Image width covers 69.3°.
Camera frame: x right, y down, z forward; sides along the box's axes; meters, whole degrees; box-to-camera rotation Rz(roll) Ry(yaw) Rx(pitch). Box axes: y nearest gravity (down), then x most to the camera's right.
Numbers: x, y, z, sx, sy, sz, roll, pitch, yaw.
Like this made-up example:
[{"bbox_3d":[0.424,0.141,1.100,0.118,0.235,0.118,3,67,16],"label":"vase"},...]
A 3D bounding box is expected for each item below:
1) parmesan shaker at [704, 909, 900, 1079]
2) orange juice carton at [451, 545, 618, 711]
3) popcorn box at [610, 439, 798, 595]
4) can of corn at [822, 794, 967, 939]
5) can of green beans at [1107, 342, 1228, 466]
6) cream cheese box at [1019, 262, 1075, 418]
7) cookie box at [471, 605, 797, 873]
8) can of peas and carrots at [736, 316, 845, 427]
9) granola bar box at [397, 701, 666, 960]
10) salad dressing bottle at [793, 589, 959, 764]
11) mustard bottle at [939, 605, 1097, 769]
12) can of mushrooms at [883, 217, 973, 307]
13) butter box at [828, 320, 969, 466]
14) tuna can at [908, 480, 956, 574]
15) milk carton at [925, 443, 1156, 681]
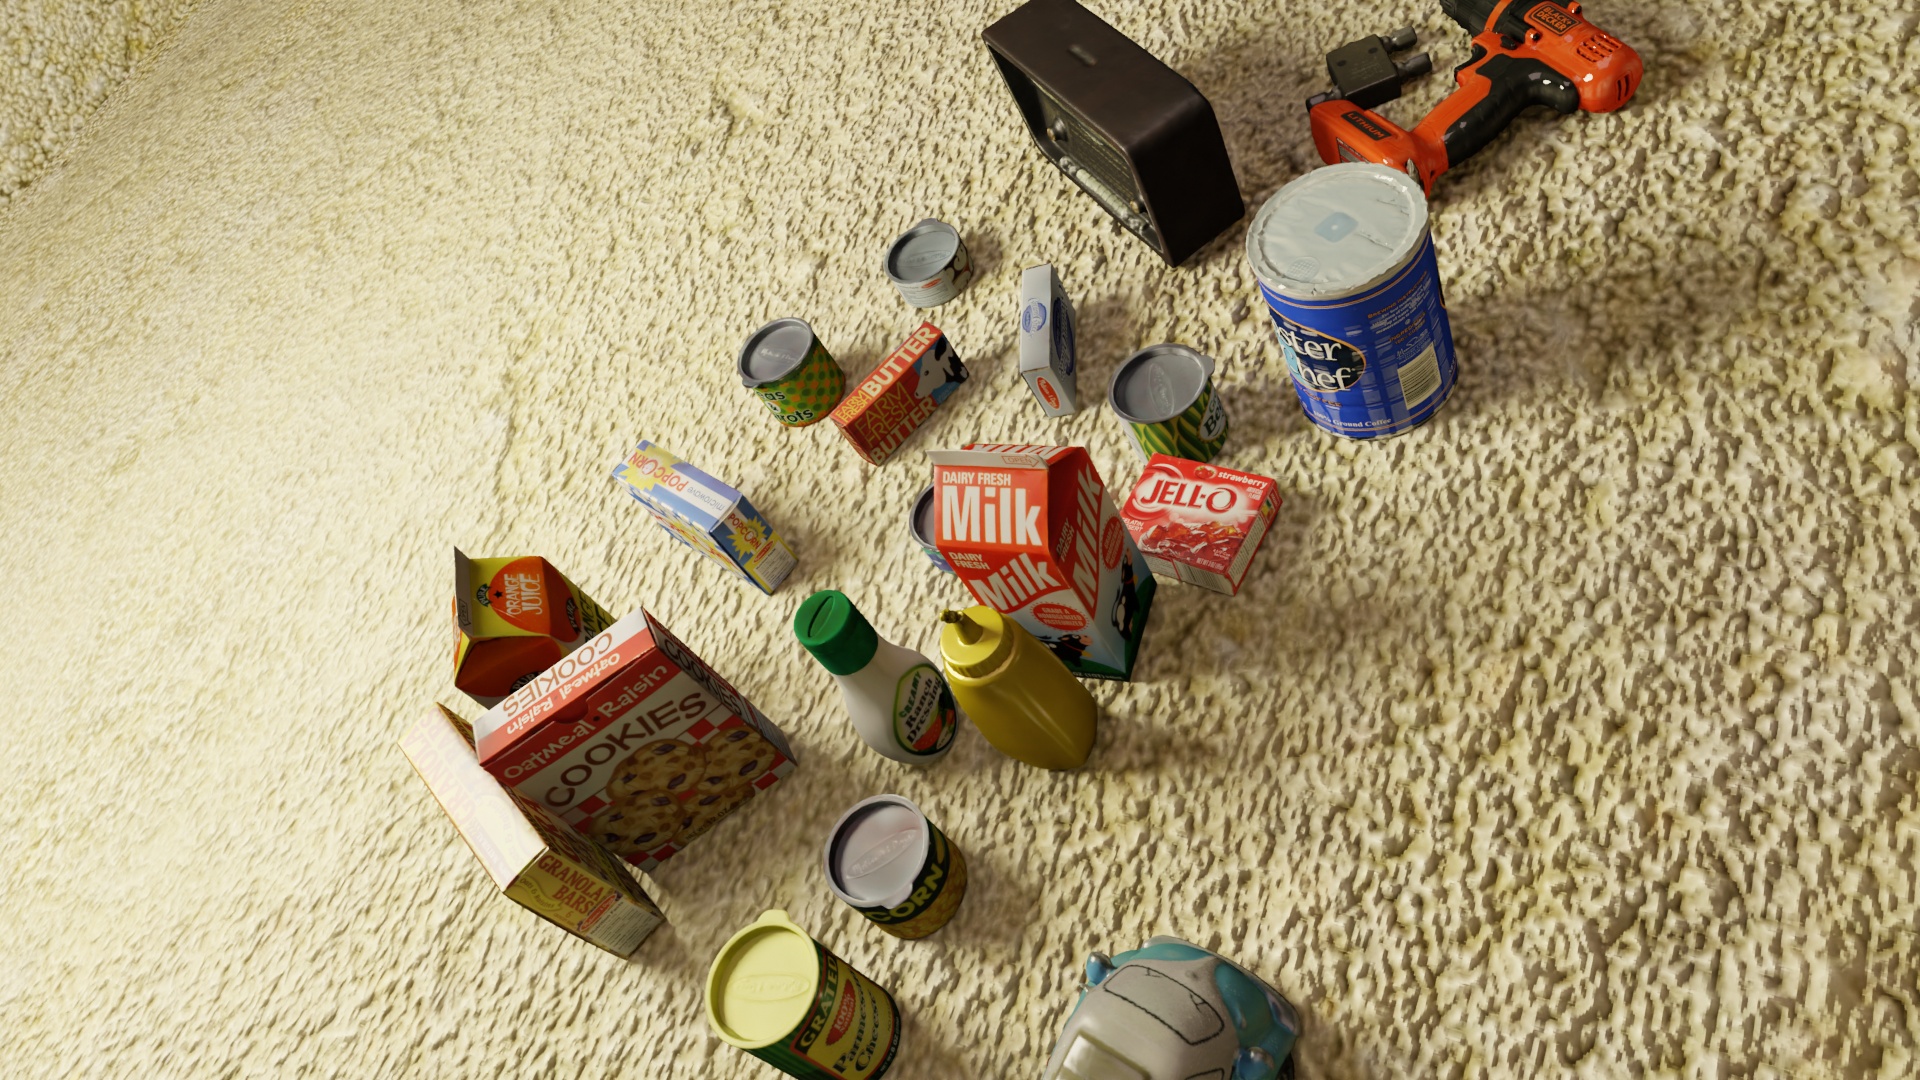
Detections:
[{"bbox_3d":[-0.081,0.250,0.746,0.071,0.102,0.071,-14,52,19],"label":"parmesan shaker"},{"bbox_3d":[-0.268,0.078,0.910,0.073,0.192,0.072,-28,49,8],"label":"orange juice carton"},{"bbox_3d":[-0.185,-0.017,1.009,0.127,0.085,0.038,27,72,39],"label":"popcorn box"},{"bbox_3d":[-0.035,0.190,0.796,0.071,0.058,0.071,-14,51,18],"label":"can of corn"},{"bbox_3d":[0.137,-0.086,0.910,0.071,0.057,0.071,-14,51,18],"label":"can of green beans"},{"bbox_3d":[0.063,-0.143,0.993,0.024,0.053,0.104,-12,52,20],"label":"cream cheese box"},{"bbox_3d":[-0.195,0.127,0.853,0.123,0.167,0.040,-35,48,1],"label":"cookie box"},{"bbox_3d":[-0.132,-0.129,1.081,0.071,0.058,0.071,-14,51,18],"label":"can of peas and carrots"},{"bbox_3d":[-0.274,0.184,0.881,0.039,0.123,0.166,-47,49,-10],"label":"granola bar box"},{"bbox_3d":[-0.049,0.082,0.823,0.044,0.147,0.064,11,63,33],"label":"salad dressing bottle"},{"bbox_3d":[0.027,0.077,0.779,0.065,0.159,0.049,2,58,29],"label":"mustard bottle"},{"bbox_3d":[-0.025,-0.222,1.111,0.071,0.033,0.071,-14,51,18],"label":"can of mushrooms"},{"bbox_3d":[-0.044,-0.107,1.023,0.103,0.053,0.024,-45,49,-9],"label":"butter box"},{"bbox_3d":[0.003,-0.012,0.942,0.071,0.032,0.071,-14,51,18],"label":"tuna can"},{"bbox_3d":[0.047,0.004,0.801,0.072,0.190,0.074,3,59,29],"label":"milk carton"}]
